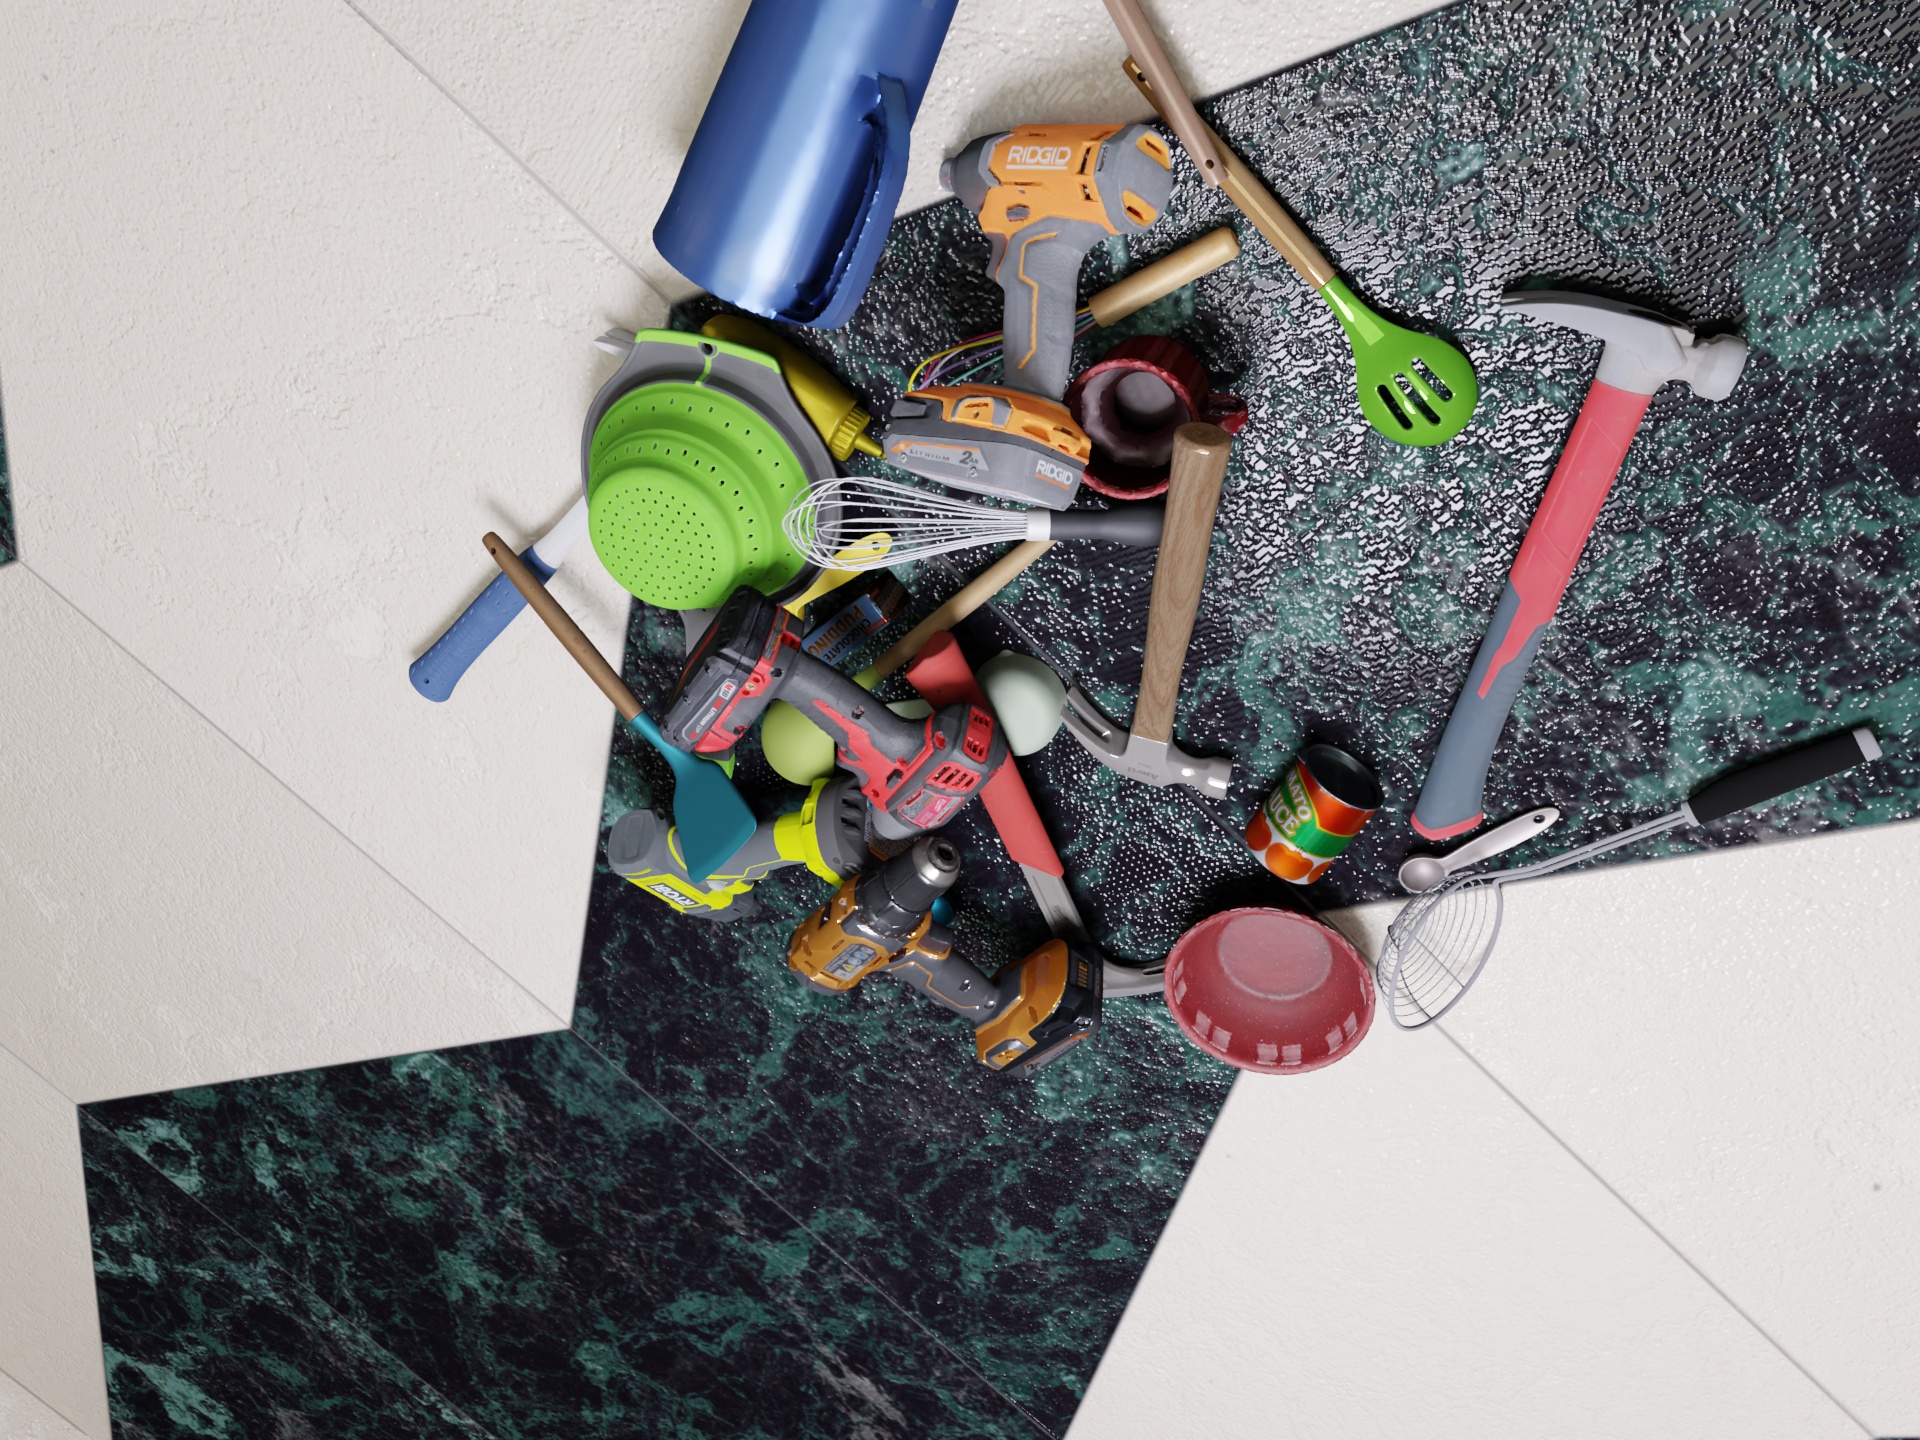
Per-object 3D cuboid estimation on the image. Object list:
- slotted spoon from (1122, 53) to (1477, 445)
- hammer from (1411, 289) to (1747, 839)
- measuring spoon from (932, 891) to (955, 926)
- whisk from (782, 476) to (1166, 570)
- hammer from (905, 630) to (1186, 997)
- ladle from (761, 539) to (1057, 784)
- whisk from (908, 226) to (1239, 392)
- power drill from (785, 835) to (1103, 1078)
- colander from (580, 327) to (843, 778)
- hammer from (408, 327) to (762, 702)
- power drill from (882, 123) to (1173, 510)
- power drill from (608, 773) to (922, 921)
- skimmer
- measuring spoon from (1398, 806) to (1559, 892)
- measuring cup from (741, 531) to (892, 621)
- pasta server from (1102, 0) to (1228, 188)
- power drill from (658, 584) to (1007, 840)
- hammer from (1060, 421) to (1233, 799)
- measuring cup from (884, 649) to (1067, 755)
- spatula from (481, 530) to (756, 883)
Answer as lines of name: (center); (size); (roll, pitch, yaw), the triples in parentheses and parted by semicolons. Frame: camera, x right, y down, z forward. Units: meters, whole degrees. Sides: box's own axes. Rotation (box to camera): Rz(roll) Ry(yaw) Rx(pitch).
slotted spoon: (0.209, -0.290, 0.989); (0.313, 0.031, 0.070); (46, 121, -8)
hammer: (0.360, -0.086, 1.047); (0.143, 0.038, 0.386); (19, 123, 9)
measuring spoon: (-0.054, 0.163, 1.352); (0.128, 0.021, 0.042); (-18, 113, 37)
whisk: (0.021, -0.135, 1.089); (0.284, 0.070, 0.070); (-1, 121, -3)
hammer: (0.055, 0.082, 1.218); (0.149, 0.037, 0.358); (-9, 125, 24)
ladle: (-0.036, -0.054, 1.206); (0.320, 0.062, 0.078); (-37, 74, 25)
whisk: (0.068, -0.260, 1.046); (0.245, 0.051, 0.047); (-23, 104, 25)
power drill: (0.004, 0.177, 1.214); (0.226, 0.084, 0.185); (28, 133, -20)
colander: (-0.200, -0.081, 1.168); (0.204, 0.095, 0.396); (14, 129, 11)
hammer: (-0.325, -0.141, 1.254); (0.144, 0.035, 0.405); (46, 123, -10)
power drill: (0.029, -0.256, 0.986); (0.164, 0.084, 0.226); (19, 95, 40)
power drill: (-0.148, 0.113, 1.293); (0.223, 0.080, 0.171); (-10, 151, 24)
skimmer: (0.455, 0.113, 1.098); (0.363, 0.090, 0.127); (-28, 144, 27)
measuring spoon: (0.377, 0.089, 1.160); (0.124, 0.018, 0.034); (-30, 116, 24)
measuring cup: (-0.109, -0.106, 1.206); (0.156, 0.029, 0.062); (-28, 107, 28)
pasta server: (0.073, -0.453, 0.923); (0.060, 0.040, 0.316); (-29, 103, 15)
power drill: (-0.091, 0.009, 1.124); (0.219, 0.079, 0.143); (28, 136, -16)
hammer: (0.140, -0.067, 1.080); (0.130, 0.031, 0.331); (14, 141, 11)
measuring cup: (-0.002, -0.004, 1.218); (0.167, 0.038, 0.083); (-7, 116, 20)
spatula: (-0.270, -0.021, 1.223); (0.082, 0.044, 0.317); (-42, 87, 28)
